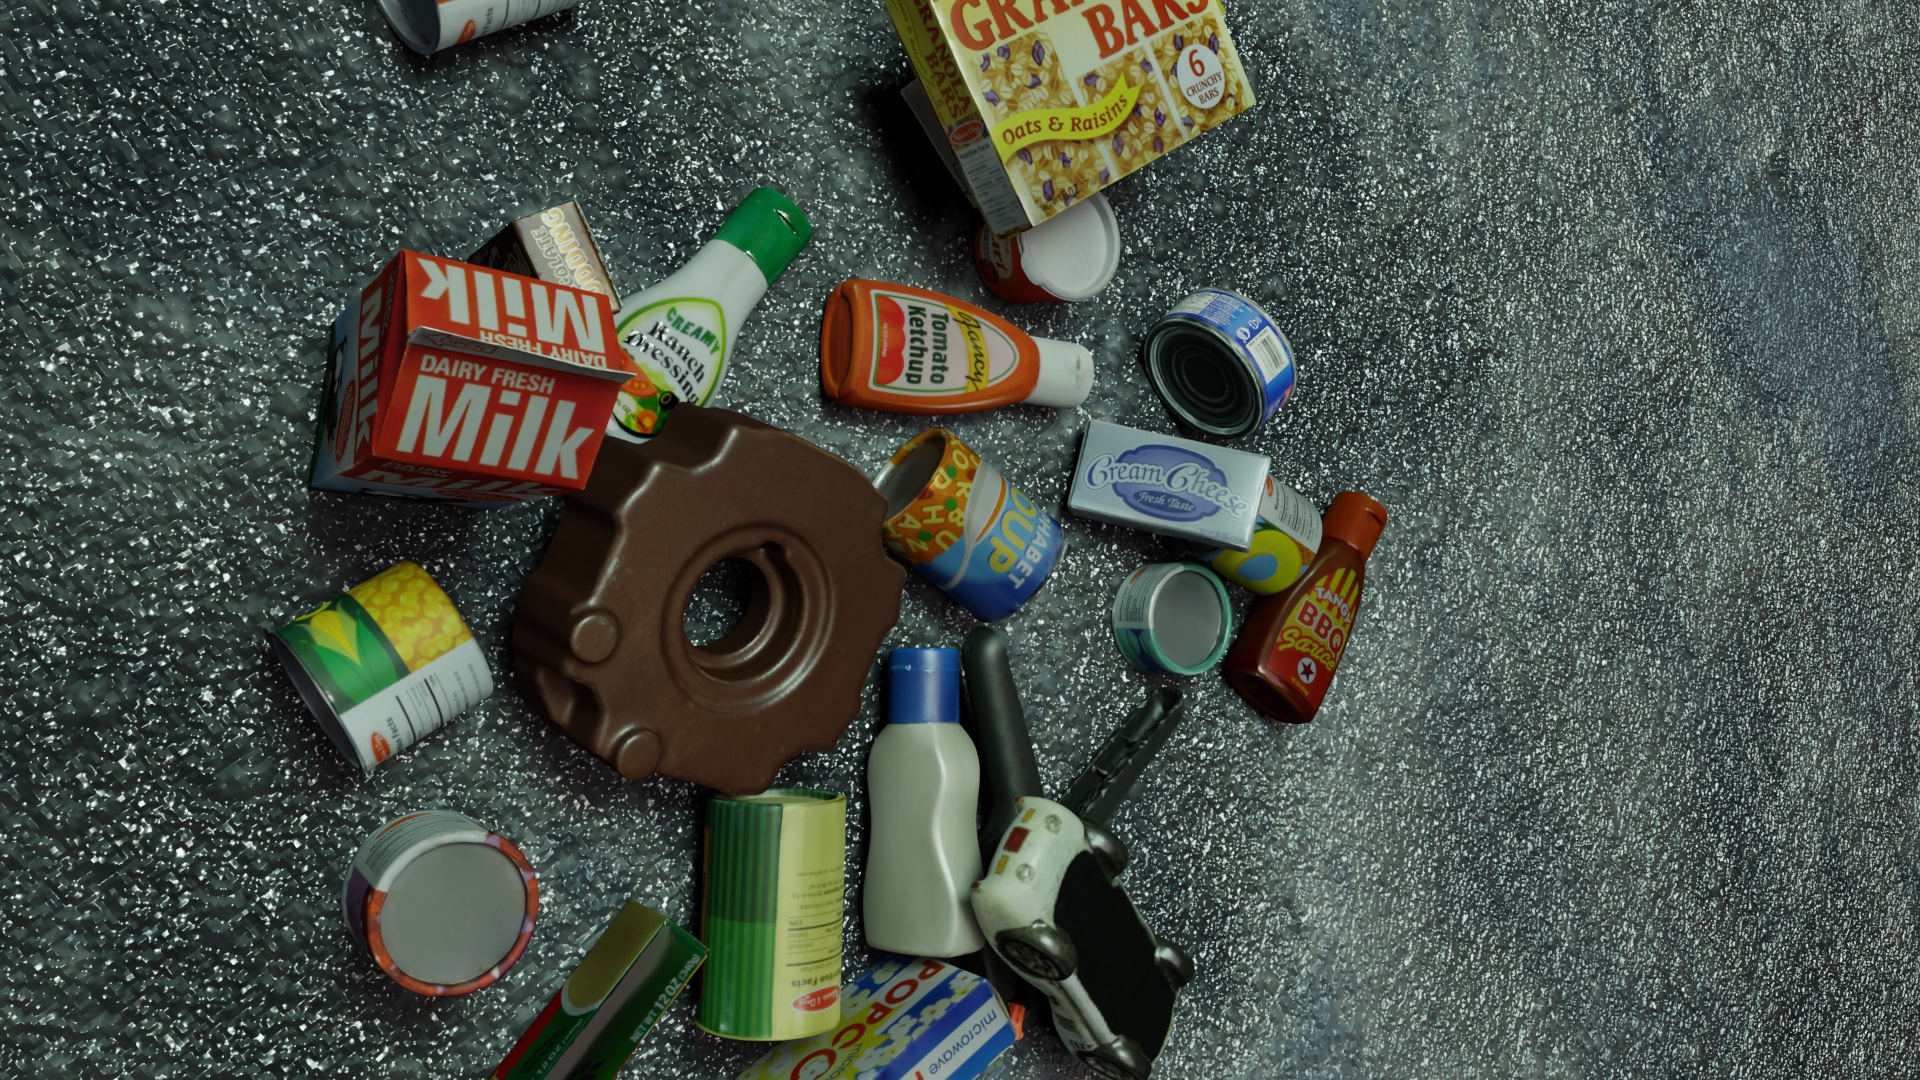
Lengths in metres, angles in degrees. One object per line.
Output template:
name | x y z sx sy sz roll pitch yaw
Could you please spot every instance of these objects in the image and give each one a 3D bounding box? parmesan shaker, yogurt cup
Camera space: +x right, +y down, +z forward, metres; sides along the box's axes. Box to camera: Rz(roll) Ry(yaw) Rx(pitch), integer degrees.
parmesan shaker | -0.086 0.169 0.644 0.071 0.071 0.103 4 85 -33
yogurt cup | 0.044 -0.159 0.750 0.072 0.054 0.072 2 87 -33

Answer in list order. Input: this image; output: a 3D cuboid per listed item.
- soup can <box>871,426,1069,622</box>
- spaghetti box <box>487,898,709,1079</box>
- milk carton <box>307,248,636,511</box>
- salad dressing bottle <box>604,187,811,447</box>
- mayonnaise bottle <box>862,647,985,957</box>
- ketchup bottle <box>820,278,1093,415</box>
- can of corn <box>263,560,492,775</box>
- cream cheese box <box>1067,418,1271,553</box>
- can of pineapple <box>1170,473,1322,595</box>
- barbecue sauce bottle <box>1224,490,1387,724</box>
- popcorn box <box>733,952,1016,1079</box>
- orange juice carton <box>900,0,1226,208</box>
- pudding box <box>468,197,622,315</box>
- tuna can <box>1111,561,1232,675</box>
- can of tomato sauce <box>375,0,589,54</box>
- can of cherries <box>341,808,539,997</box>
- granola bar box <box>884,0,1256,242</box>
soup can | 0.003 -0.009 0.706 0.083 0.071 0.071 40 68 -25
spaghetti box | -0.199 0.262 0.573 0.028 0.050 0.251 47 65 -21
milk carton | -0.185 -0.055 0.513 0.072 0.190 0.073 9 83 -33
salad dressing bottle | -0.125 -0.102 0.642 0.064 0.044 0.148 46 65 -26
mayonnaise bottle | -0.018 0.128 0.693 0.041 0.064 0.148 9 78 -50
ketchup bottle | 0.001 -0.094 0.726 0.149 0.043 0.064 4 86 -34
can of corn | -0.231 0.048 0.554 0.058 0.071 0.071 -34 106 -30
cream cheese box | 0.115 -0.030 0.773 0.104 0.024 0.053 13 79 11
can of pineapple | 0.168 -0.007 0.820 0.058 0.071 0.071 30 72 -29
barbecue sauce bottle | 0.220 0.037 0.864 0.065 0.043 0.149 42 66 -24
popcorn box | -0.047 0.250 0.653 0.127 0.085 0.038 -33 105 -29
orange juice carton | 0.049 -0.259 0.747 0.193 0.073 0.071 -45 112 -26
pudding box | -0.176 -0.109 0.586 0.030 0.083 0.049 -29 104 -28
tuna can | 0.125 0.047 0.807 0.071 0.033 0.071 2 87 -33
can of tomato sauce | -0.202 -0.252 0.585 0.083 0.071 0.071 -33 106 -31
can of cherries | -0.210 0.148 0.566 0.071 0.058 0.071 2 86 -33
granola bar box | 0.058 -0.239 0.685 0.166 0.039 0.124 -34 107 -28
